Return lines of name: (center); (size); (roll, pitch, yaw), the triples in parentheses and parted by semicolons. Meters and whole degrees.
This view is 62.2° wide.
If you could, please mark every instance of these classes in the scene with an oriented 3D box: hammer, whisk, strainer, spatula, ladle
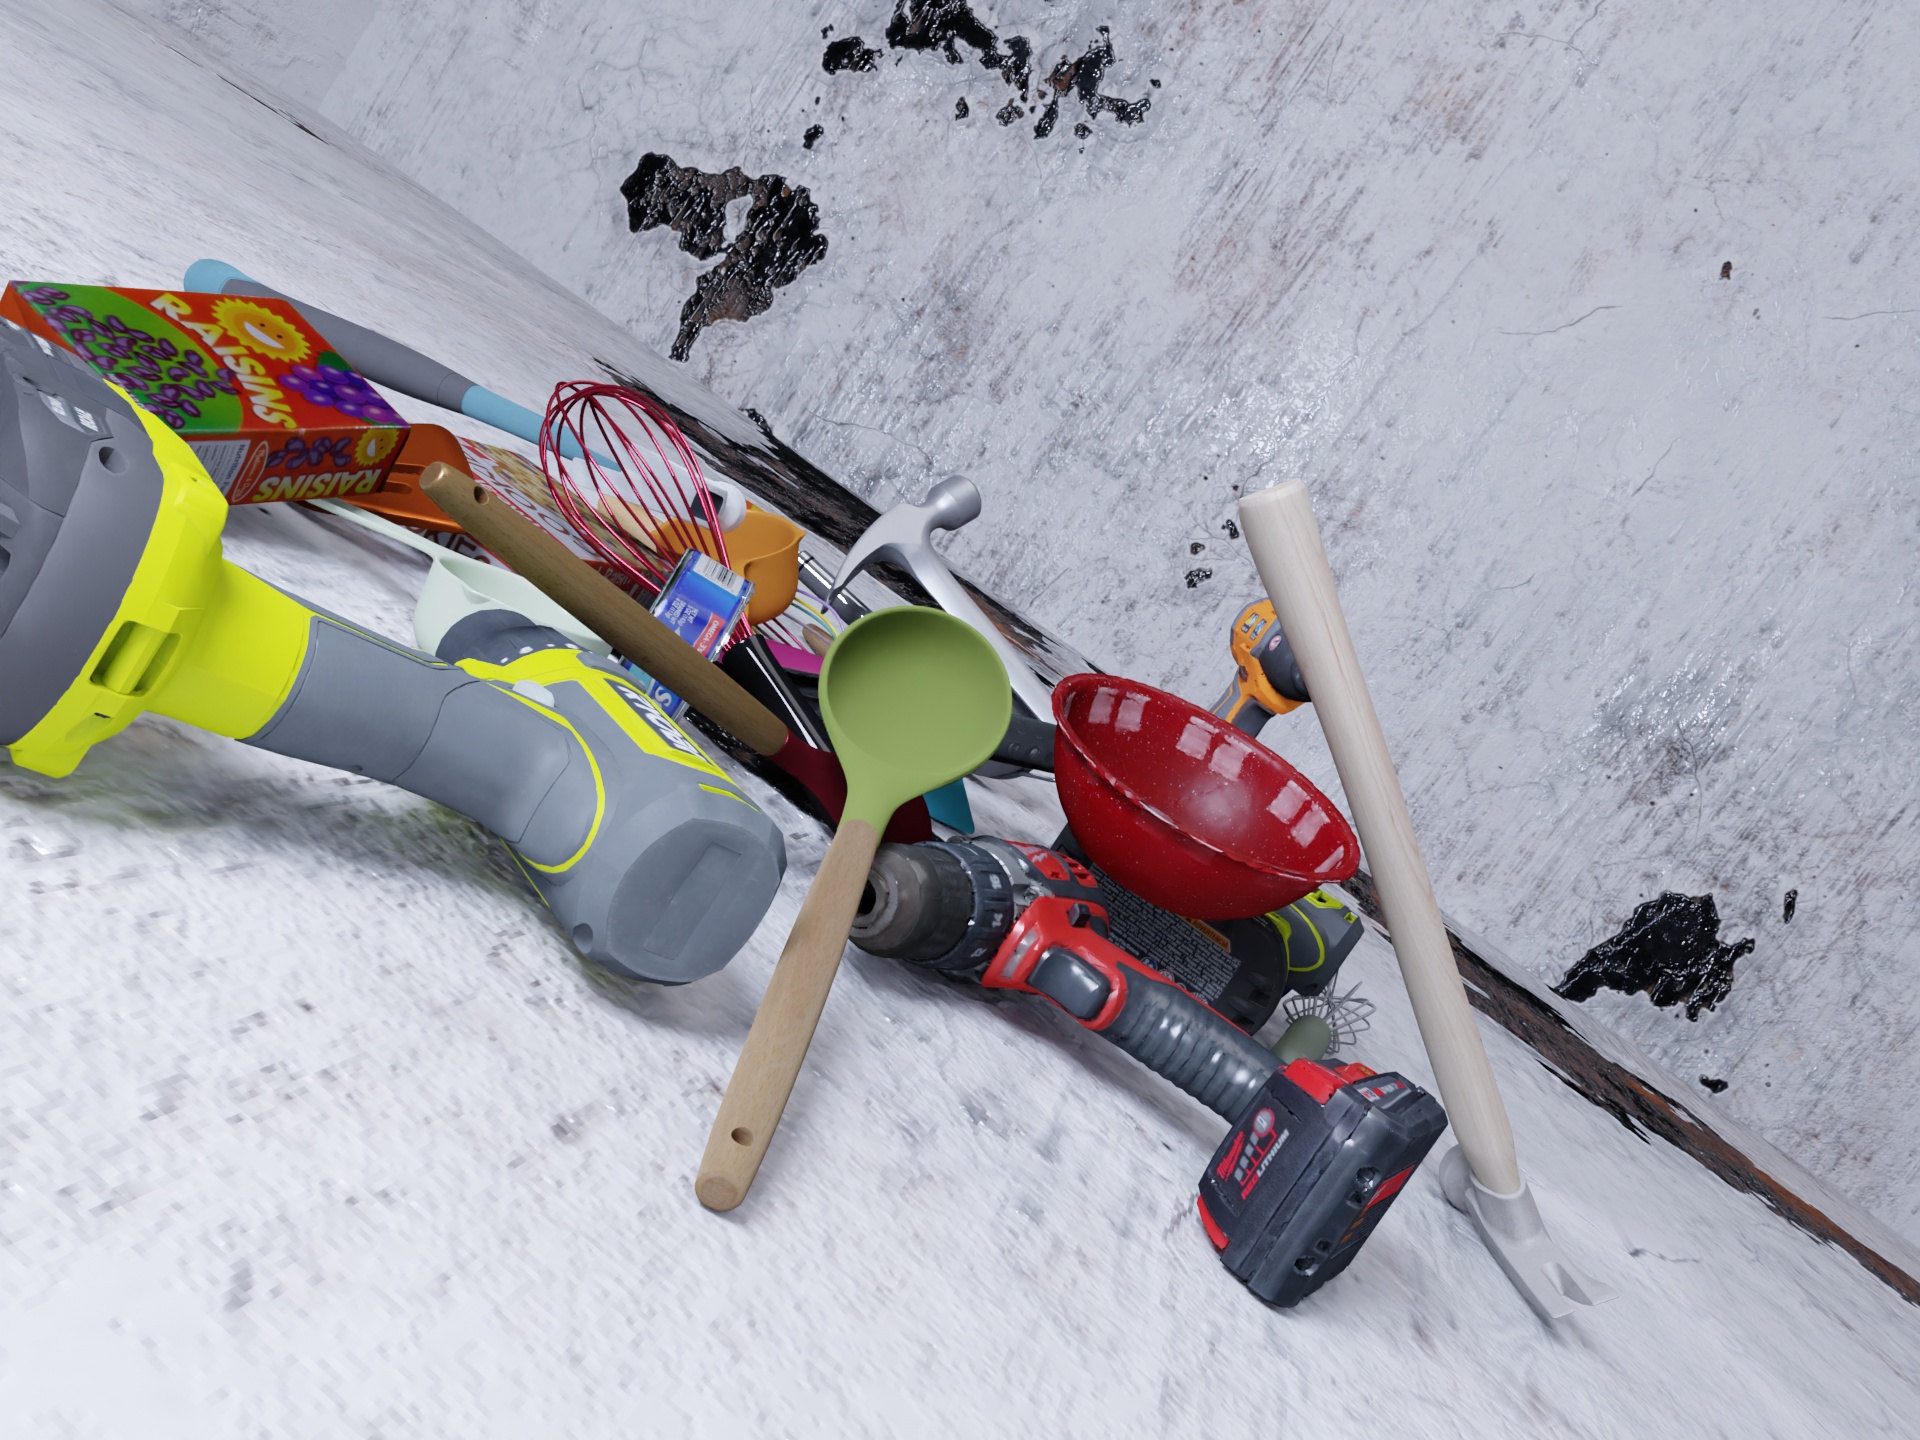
hammer: (-0.285, -0.185, 0.897); (0.331, 0.033, 0.128); (24, 5, 7)
whisk: (0.207, 0.185, 0.942); (0.059, 0.058, 0.246); (1, 0, 20)
whisk: (-0.116, -0.050, 0.765); (0.296, 0.073, 0.073); (55, 13, 12)
strainer: (-0.035, -0.036, 1.091); (0.258, 0.086, 0.050); (43, 43, 6)
hammer: (0.073, 0.020, 1.031); (0.405, 0.144, 0.035); (50, -32, 9)
spatula: (-0.342, -0.145, 0.630); (0.322, 0.041, 0.081); (24, 30, -45)
hammer: (0.217, 0.083, 0.768); (0.146, 0.038, 0.410); (-108, 178, -82)
spatula: (-0.065, -0.013, 1.049); (0.082, 0.044, 0.318); (29, 5, -26)
ladle: (-0.034, 0.041, 0.522); (0.078, 0.062, 0.320); (24, 24, -3)
whisk: (-0.163, -0.090, 1.059); (0.245, 0.051, 0.047); (35, -24, 29)
ladle: (-0.087, -0.005, 0.602); (0.315, 0.031, 0.069); (43, 41, -50)

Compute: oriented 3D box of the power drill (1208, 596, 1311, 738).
power drill: (0.185, 0.021, 1.117); (0.084, 0.226, 0.164); (34, 8, -8)

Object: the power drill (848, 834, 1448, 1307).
power drill: (0.063, 0.119, 0.621); (0.227, 0.080, 0.187); (36, 8, 27)

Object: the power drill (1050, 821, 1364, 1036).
power drill: (0.125, 0.098, 0.879); (0.171, 0.080, 0.223); (35, 14, 17)

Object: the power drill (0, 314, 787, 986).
power drill: (-0.175, -0.018, 0.453); (0.228, 0.080, 0.191); (30, 5, -42)

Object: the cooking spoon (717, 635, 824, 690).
cooking spoon: (-0.001, -0.003, 0.944); (0.319, 0.017, 0.069); (17, 19, 0)

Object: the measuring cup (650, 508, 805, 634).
measuring cup: (-0.137, -0.071, 0.946); (0.095, 0.052, 0.174); (-2, 30, -8)

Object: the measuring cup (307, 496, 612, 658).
measuring cup: (-0.218, -0.052, 0.639); (0.167, 0.038, 0.083); (26, 7, 12)
